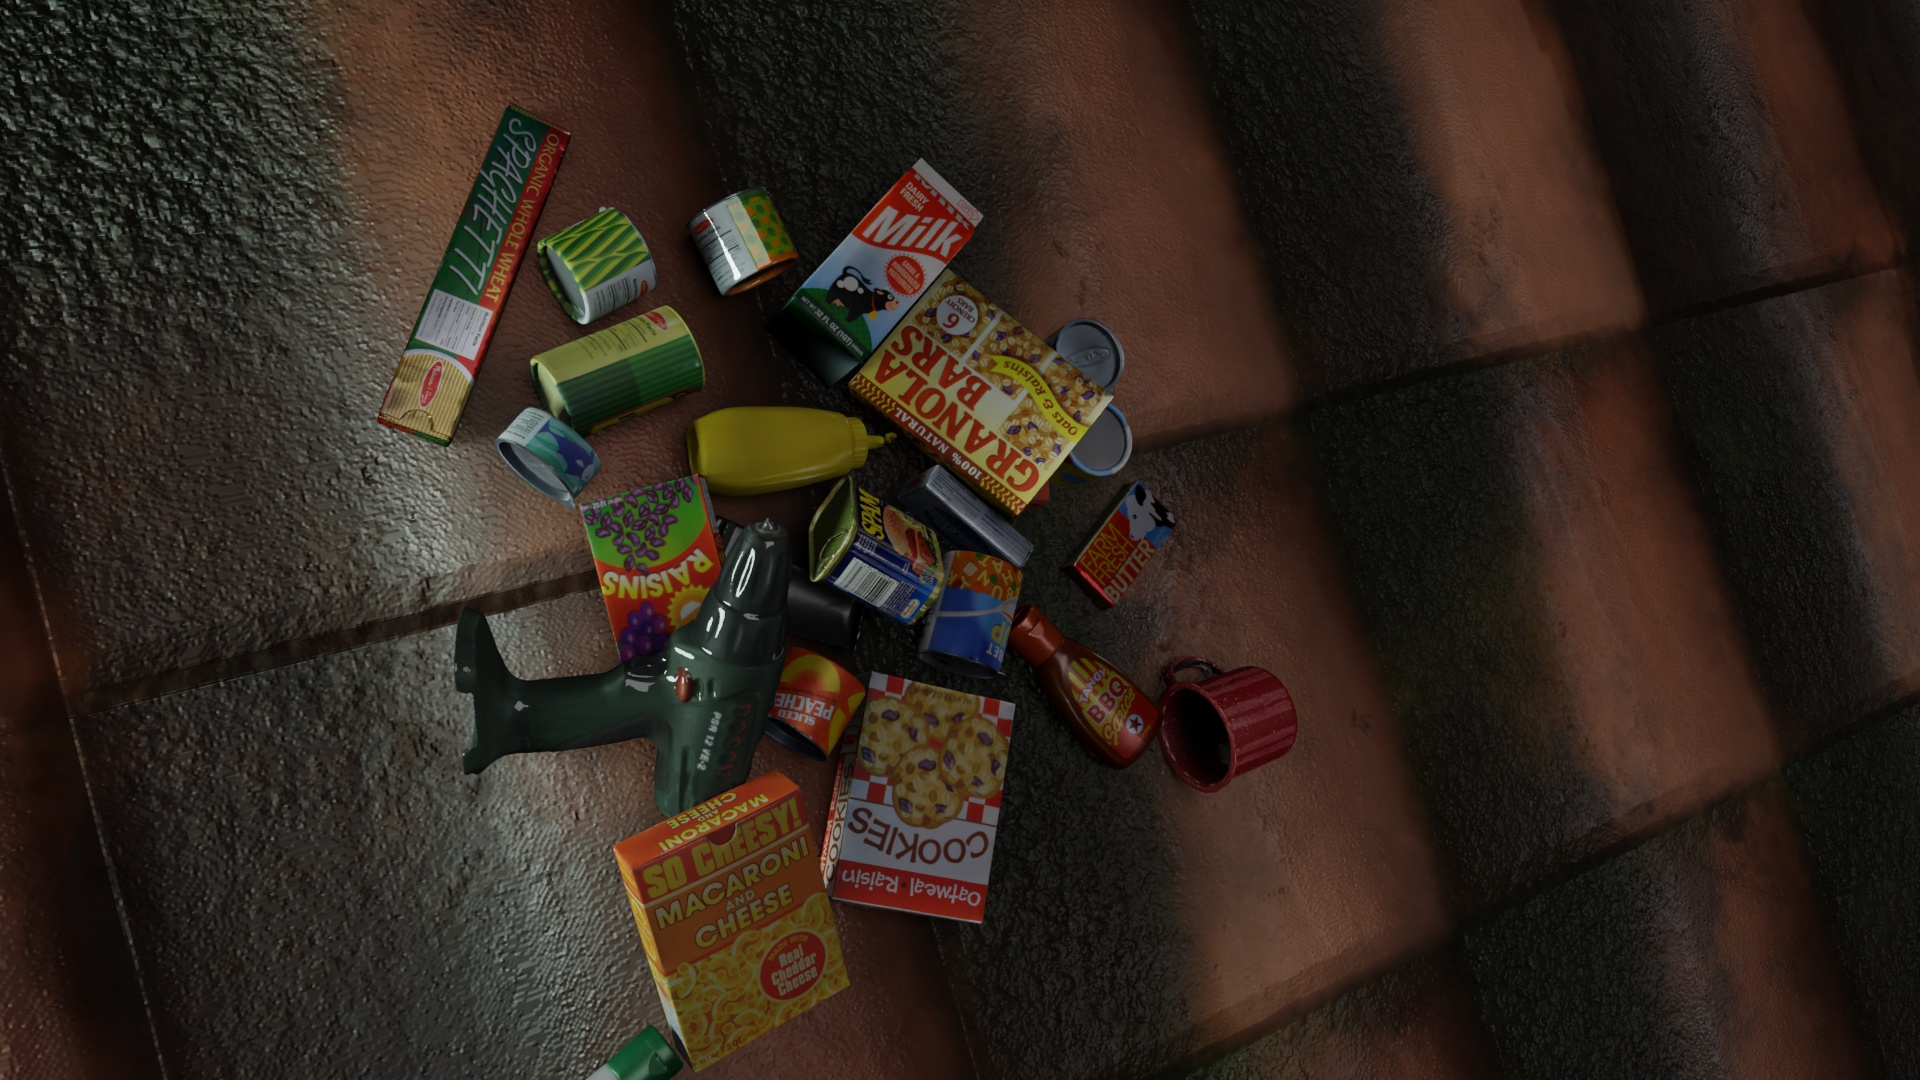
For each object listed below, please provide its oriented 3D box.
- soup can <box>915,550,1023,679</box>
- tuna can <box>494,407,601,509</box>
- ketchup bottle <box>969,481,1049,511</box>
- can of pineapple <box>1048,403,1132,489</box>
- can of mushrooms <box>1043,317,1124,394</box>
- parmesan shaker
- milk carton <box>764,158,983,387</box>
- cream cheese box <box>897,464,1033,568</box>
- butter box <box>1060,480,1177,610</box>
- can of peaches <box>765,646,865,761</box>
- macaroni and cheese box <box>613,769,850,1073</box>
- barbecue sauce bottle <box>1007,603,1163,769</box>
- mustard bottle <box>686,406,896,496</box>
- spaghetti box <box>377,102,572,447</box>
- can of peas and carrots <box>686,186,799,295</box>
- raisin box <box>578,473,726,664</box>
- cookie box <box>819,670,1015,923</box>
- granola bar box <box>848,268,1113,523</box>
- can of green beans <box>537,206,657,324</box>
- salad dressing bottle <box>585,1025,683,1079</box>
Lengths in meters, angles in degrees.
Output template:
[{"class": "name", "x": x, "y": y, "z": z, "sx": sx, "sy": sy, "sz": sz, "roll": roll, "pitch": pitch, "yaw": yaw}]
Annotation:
[{"class": "soup can", "x": 0.010, "y": 0.058, "z": 1.071, "sx": 0.071, "sy": 0.071, "sz": 0.084, "roll": 22, "pitch": 72, "yaw": -21}, {"class": "tuna can", "x": -0.281, "y": -0.056, "z": 0.954, "sx": 0.071, "sy": 0.071, "sz": 0.033, "roll": 41, "pitch": 66, "yaw": -14}, {"class": "ketchup bottle", "x": 0.035, "y": -0.100, "z": 1.125, "sx": 0.065, "sy": 0.043, "sz": 0.149, "roll": -1, "pitch": 81, "yaw": -18}, {"class": "can of pineapple", "x": 0.098, "y": -0.080, "z": 1.144, "sx": 0.071, "sy": 0.057, "sz": 0.071, "roll": 5, "pitch": 79, "yaw": -25}, {"class": "can of mushrooms", "x": 0.102, "y": -0.149, "z": 1.173, "sx": 0.071, "sy": 0.033, "sz": 0.071, "roll": 5, "pitch": 78, "yaw": -25}, {"class": "parmesan shaker", "x": -0.244, "y": -0.119, "z": 0.985, "sx": 0.103, "sy": 0.071, "sz": 0.071, "roll": -28, "pitch": 93, "yaw": -26}, {"class": "milk carton", "x": -0.059, "y": -0.216, "z": 1.085, "sx": 0.072, "sy": 0.073, "sz": 0.191, "roll": 42, "pitch": 66, "yaw": -12}, {"class": "cream cheese box", "x": 0.004, "y": -0.014, "z": 1.089, "sx": 0.103, "sy": 0.053, "sz": 0.024, "roll": 40, "pitch": 66, "yaw": -14}, {"class": "butter box", "x": 0.133, "y": 0.004, "z": 1.165, "sx": 0.053, "sy": 0.024, "sz": 0.104, "roll": 44, "pitch": 65, "yaw": -12}, {"class": "can of peaches", "x": -0.110, "y": 0.117, "z": 1.001, "sx": 0.071, "sy": 0.071, "sz": 0.058, "roll": 38, "pitch": 66, "yaw": -15}, {"class": "macaroni and cheese box", "x": -0.151, "y": 0.256, "z": 0.940, "sx": 0.124, "sy": 0.040, "sz": 0.165, "roll": -23, "pitch": 115, "yaw": -28}, {"class": "barbecue sauce bottle", "x": 0.094, "y": 0.114, "z": 1.115, "sx": 0.148, "sy": 0.043, "sz": 0.065, "roll": 45, "pitch": 66, "yaw": -11}, {"class": "mustard bottle", "x": -0.122, "y": -0.069, "z": 1.042, "sx": 0.161, "sy": 0.048, "sz": 0.065, "roll": -5, "pitch": 82, "yaw": -27}, {"class": "spaghetti box", "x": -0.337, "y": -0.187, "z": 0.971, "sx": 0.050, "sy": 0.028, "sz": 0.251, "roll": 22, "pitch": 72, "yaw": -21}, {"class": "can of peas and carrots", "x": -0.161, "y": -0.224, "z": 1.043, "sx": 0.071, "sy": 0.071, "sz": 0.058, "roll": -28, "pitch": 94, "yaw": -27}, {"class": "raisin box", "x": -0.206, "y": 0.023, "z": 0.969, "sx": 0.086, "sy": 0.040, "sz": 0.123, "roll": -14, "pitch": 92, "yaw": -3}, {"class": "cookie box", "x": -0.033, "y": 0.194, "z": 1.042, "sx": 0.123, "sy": 0.040, "sz": 0.168, "roll": 16, "pitch": 73, "yaw": -22}, {"class": "granola bar box", "x": 0.015, "y": -0.112, "z": 1.083, "sx": 0.165, "sy": 0.039, "sz": 0.124, "roll": 38, "pitch": 80, "yaw": 4}, {"class": "can of green beans", "x": -0.259, "y": -0.195, "z": 0.989, "sx": 0.058, "sy": 0.071, "sz": 0.071, "roll": -34, "pitch": 96, "yaw": -26}, {"class": "salad dressing bottle", "x": -0.249, "y": 0.380, "z": 0.901, "sx": 0.148, "sy": 0.044, "sz": 0.064, "roll": -38, "pitch": 99, "yaw": -26}]
